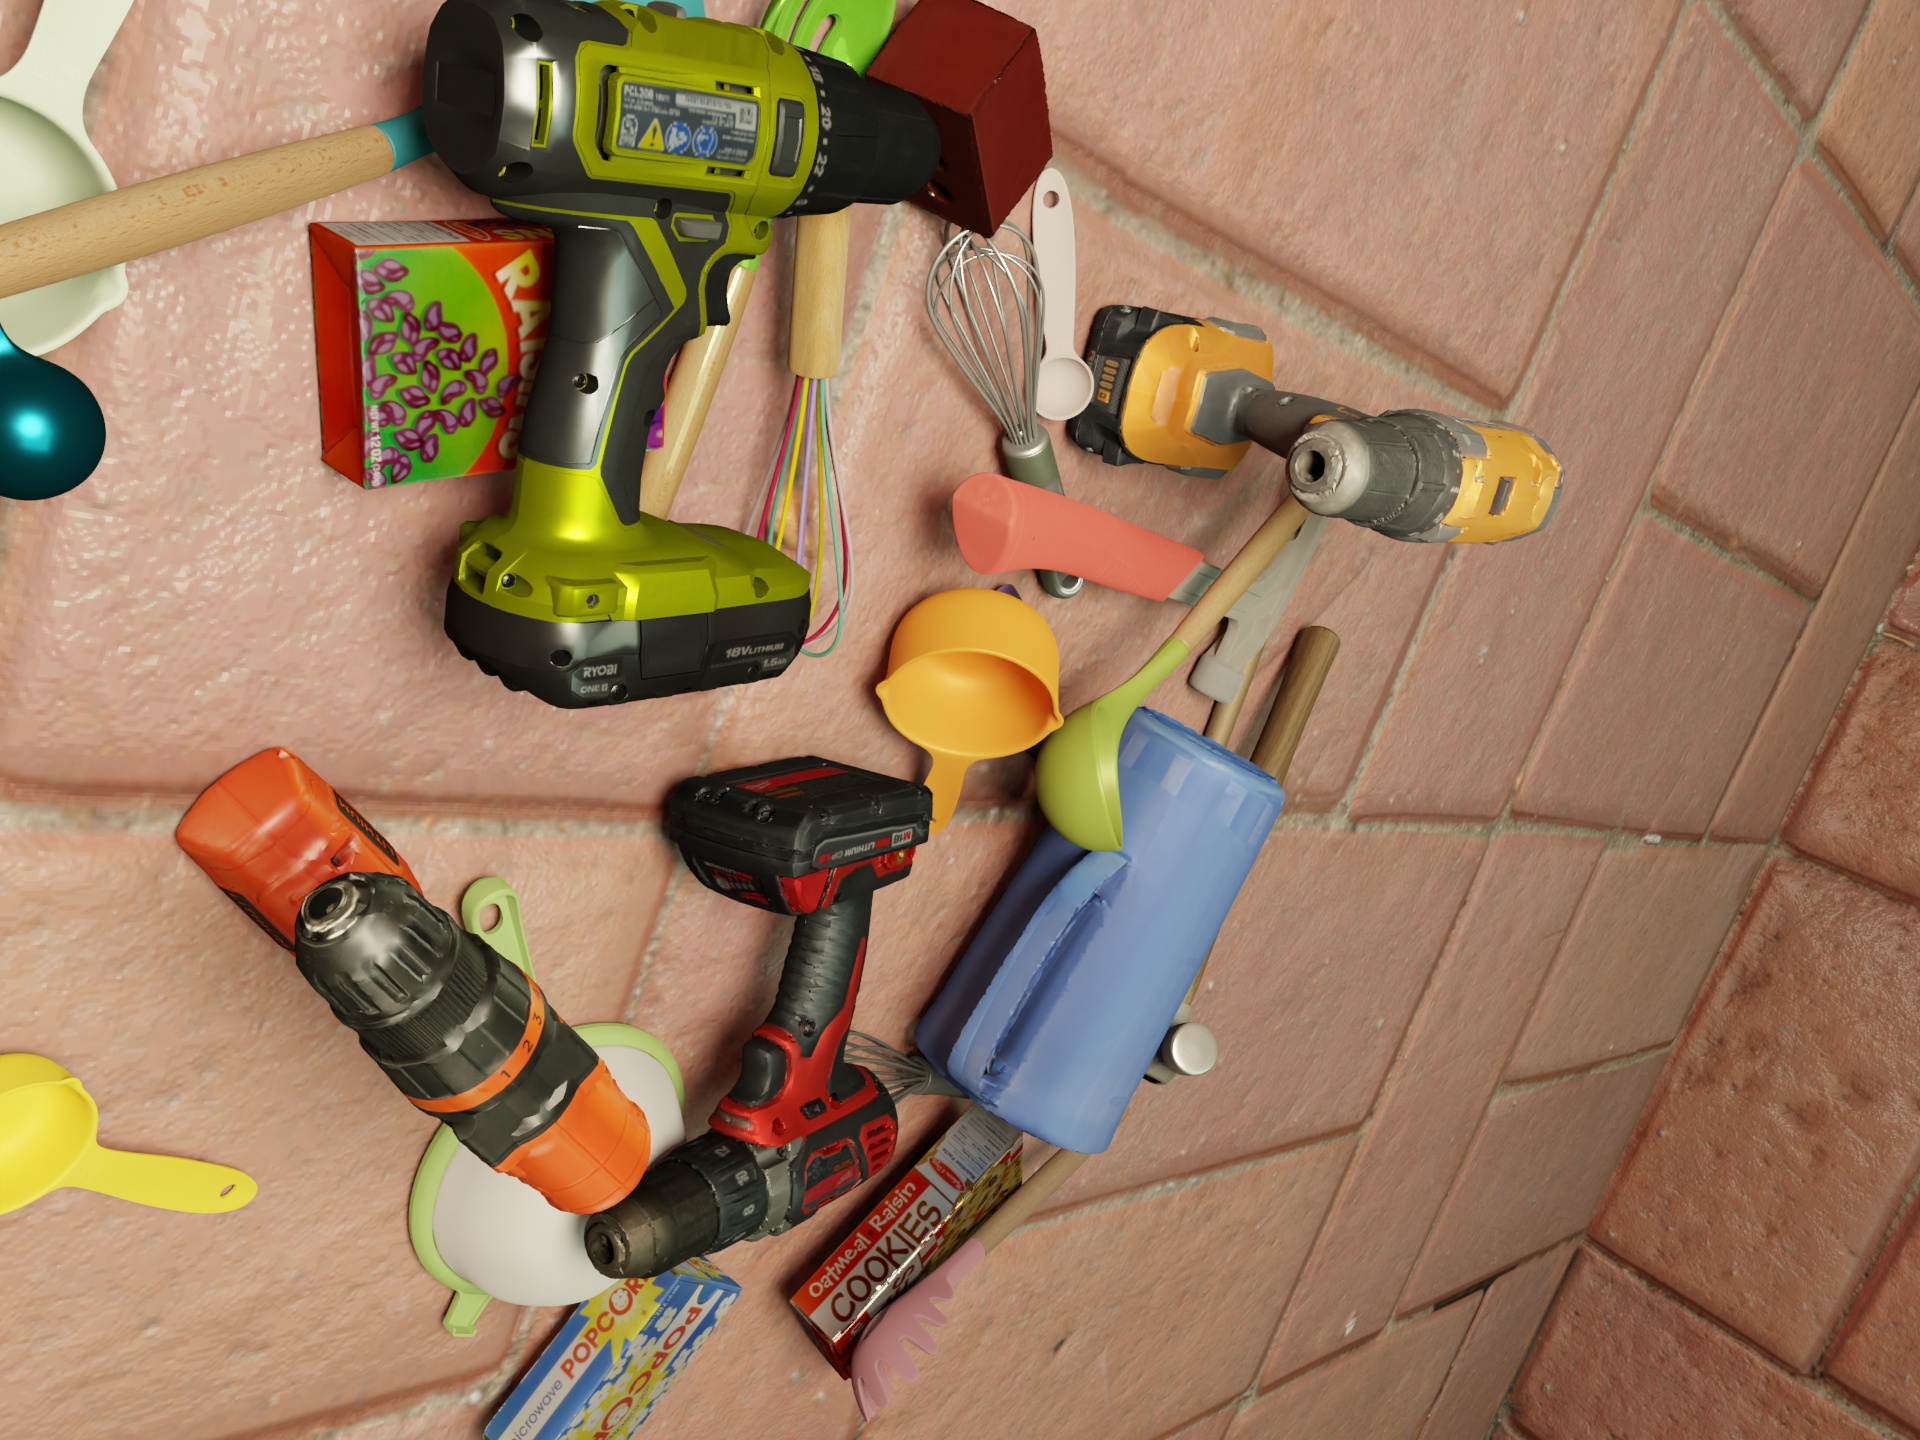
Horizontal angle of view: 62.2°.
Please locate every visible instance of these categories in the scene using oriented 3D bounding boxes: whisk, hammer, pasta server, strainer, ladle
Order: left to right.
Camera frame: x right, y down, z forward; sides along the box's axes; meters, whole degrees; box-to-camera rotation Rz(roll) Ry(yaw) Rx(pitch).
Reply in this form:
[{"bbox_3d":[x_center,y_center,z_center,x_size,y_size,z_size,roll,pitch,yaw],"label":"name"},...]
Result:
[{"bbox_3d":[-0.183,0.184,0.738,0.151,0.069,0.256,-29,134,-33],"label":"strainer"},{"bbox_3d":[-0.065,-0.127,0.677,0.047,0.051,0.244,-18,131,-34],"label":"whisk"},{"bbox_3d":[-0.025,0.216,0.953,0.238,0.055,0.055,19,98,-55],"label":"whisk"},{"bbox_3d":[0.030,0.325,1.006,0.316,0.040,0.060,-27,159,-50],"label":"pasta server"},{"bbox_3d":[0.031,-0.145,0.790,0.058,0.059,0.246,-35,141,-11],"label":"whisk"},{"bbox_3d":[0.107,-0.094,0.872,0.359,0.037,0.149,8,110,-58],"label":"hammer"},{"bbox_3d":[0.145,-0.054,0.875,0.320,0.062,0.078,-48,141,-25],"label":"ladle"},{"bbox_3d":[0.179,0.082,1.040,0.331,0.031,0.130,-64,-171,-21],"label":"hammer"}]

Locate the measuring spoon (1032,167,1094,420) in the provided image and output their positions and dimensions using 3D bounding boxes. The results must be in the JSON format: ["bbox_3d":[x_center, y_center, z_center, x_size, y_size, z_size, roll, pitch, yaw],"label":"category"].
[{"bbox_3d":[0.046,-0.211,0.792,0.034,0.018,0.124,-9,118,-8],"label":"measuring spoon"}]

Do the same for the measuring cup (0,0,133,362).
[{"bbox_3d":[-0.263,-0.184,0.450,0.083,0.038,0.167,24,92,-52],"label":"measuring cup"}]

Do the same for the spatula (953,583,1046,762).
[{"bbox_3d":[0.058,0.039,0.956,0.060,0.018,0.315,-43,137,-14],"label":"spatula"}]

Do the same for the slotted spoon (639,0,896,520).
[{"bbox_3d":[-0.101,-0.162,0.649,0.070,0.031,0.313,-1,116,-63],"label":"slotted spoon"}]

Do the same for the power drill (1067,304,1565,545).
[{"bbox_3d":[0.157,-0.143,0.784,0.185,0.226,0.084,-6,117,-46],"label":"power drill"}]

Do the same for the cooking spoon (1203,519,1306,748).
[{"bbox_3d":[0.169,0.015,1.063,0.068,0.017,0.319,-8,120,-64],"label":"cooking spoon"}]

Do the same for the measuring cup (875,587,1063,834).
[{"bbox_3d":[-0.001,-0.003,0.838,0.173,0.095,0.052,109,-10,-54],"label":"measuring cup"}]

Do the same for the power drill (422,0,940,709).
[{"bbox_3d":[-0.096,-0.130,0.570,0.190,0.080,0.228,-11,120,-44],"label":"power drill"}]

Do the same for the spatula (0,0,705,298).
[{"bbox_3d":[-0.194,-0.172,0.494,0.317,0.044,0.082,-44,145,-44],"label":"spatula"}]

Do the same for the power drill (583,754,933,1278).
[{"bbox_3d":[-0.095,0.141,0.751,0.188,0.080,0.226,-10,110,-55],"label":"power drill"}]

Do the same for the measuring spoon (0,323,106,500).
[{"bbox_3d":[-0.272,-0.115,0.431,0.042,0.021,0.128,-35,136,-29],"label":"measuring spoon"}]

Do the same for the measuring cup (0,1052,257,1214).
[{"bbox_3d":[-0.329,0.165,0.610,0.062,0.029,0.156,-53,153,-10],"label":"measuring cup"}]
